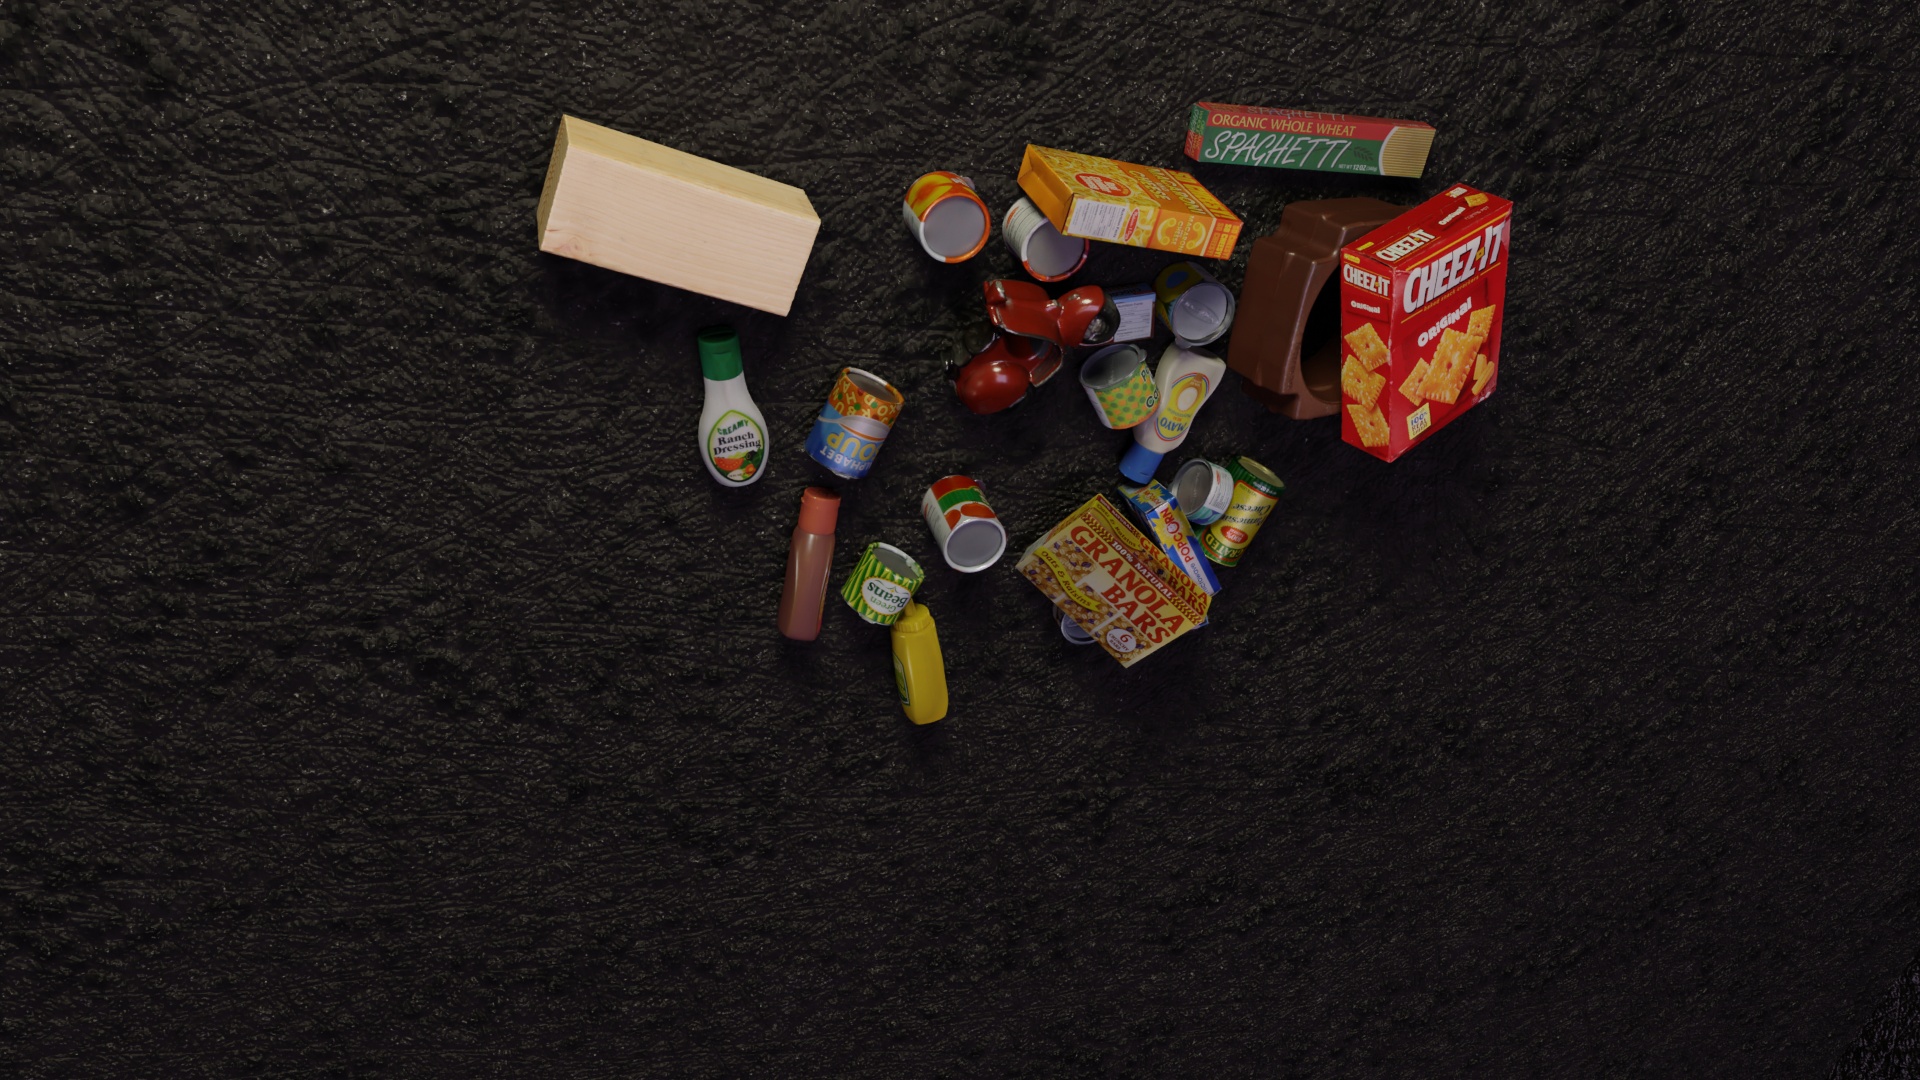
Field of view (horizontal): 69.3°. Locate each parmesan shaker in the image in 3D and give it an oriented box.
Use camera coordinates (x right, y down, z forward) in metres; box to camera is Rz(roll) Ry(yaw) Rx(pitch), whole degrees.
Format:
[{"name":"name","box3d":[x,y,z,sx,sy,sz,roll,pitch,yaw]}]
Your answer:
[{"name":"parmesan shaker","box3d":[0.293,-0.033,1.496,0.071,0.071,0.102,17,114,-28]}]

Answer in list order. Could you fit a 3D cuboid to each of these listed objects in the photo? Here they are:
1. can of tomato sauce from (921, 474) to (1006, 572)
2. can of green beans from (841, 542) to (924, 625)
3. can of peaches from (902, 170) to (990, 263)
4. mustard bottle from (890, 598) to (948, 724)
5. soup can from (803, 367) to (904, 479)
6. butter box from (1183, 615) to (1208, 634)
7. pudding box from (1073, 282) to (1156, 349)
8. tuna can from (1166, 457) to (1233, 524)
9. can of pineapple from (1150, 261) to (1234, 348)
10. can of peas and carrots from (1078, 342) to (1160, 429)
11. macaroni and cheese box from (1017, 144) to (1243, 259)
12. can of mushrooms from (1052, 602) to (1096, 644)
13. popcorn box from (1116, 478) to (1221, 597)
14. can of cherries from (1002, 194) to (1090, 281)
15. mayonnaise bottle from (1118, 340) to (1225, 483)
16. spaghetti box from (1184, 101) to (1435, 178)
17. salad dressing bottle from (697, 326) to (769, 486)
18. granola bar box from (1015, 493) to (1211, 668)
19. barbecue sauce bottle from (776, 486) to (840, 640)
[{"name":"can of tomato sauce","box3d":[0.005,-0.017,1.392,0.071,0.083,0.070,-9,124,-13]},{"name":"can of green beans","box3d":[-0.079,0.044,1.412,0.071,0.071,0.057,22,112,-30]},{"name":"can of peaches","box3d":[-0.010,-0.287,1.227,0.071,0.058,0.071,-9,124,-13]},{"name":"mustard bottle","box3d":[-0.048,0.117,1.476,0.049,0.065,0.159,-16,120,-15]},{"name":"soup can","box3d":[-0.099,-0.109,1.302,0.071,0.071,0.083,18,114,-29]},{"name":"butter box","box3d":[0.243,0.061,1.565,0.053,0.024,0.103,-24,127,-4]},{"name":"pudding box","box3d":[0.146,-0.218,1.345,0.084,0.030,0.049,-11,126,-13]},{"name":"tuna can","box3d":[0.253,-0.051,1.472,0.033,0.071,0.071,20,113,-30]},{"name":"can of pineapple","box3d":[0.222,-0.229,1.347,0.071,0.058,0.070,-9,124,-14]},{"name":"can of peas and carrots","box3d":[0.160,-0.153,1.368,0.071,0.071,0.058,-31,127,2]},{"name":"macaroni and cheese box","box3d":[0.149,-0.300,1.234,0.167,0.124,0.040,4,123,-22]},{"name":"can of mushrooms","box3d":[0.136,0.077,1.531,0.071,0.033,0.070,-9,125,-13]},{"name":"popcorn box","box3d":[0.219,-0.002,1.463,0.038,0.085,0.126,-31,114,-2]},{"name":"can of cherries","box3d":[0.080,-0.276,1.266,0.071,0.058,0.071,-9,124,-13]},{"name":"mayonnaise bottle","box3d":[0.211,-0.129,1.419,0.065,0.041,0.147,13,116,-28]},{"name":"spaghetti box","box3d":[0.331,-0.376,1.309,0.250,0.029,0.050,-2,121,-19]},{"name":"salad dressing bottle","box3d":[-0.212,-0.122,1.270,0.064,0.044,0.146,-13,125,-13]},{"name":"granola bar box","box3d":[0.159,0.043,1.444,0.165,0.039,0.123,42,133,-9]},{"name":"barbecue sauce bottle","box3d":[-0.149,0.021,1.378,0.044,0.065,0.148,7,110,-14]}]
